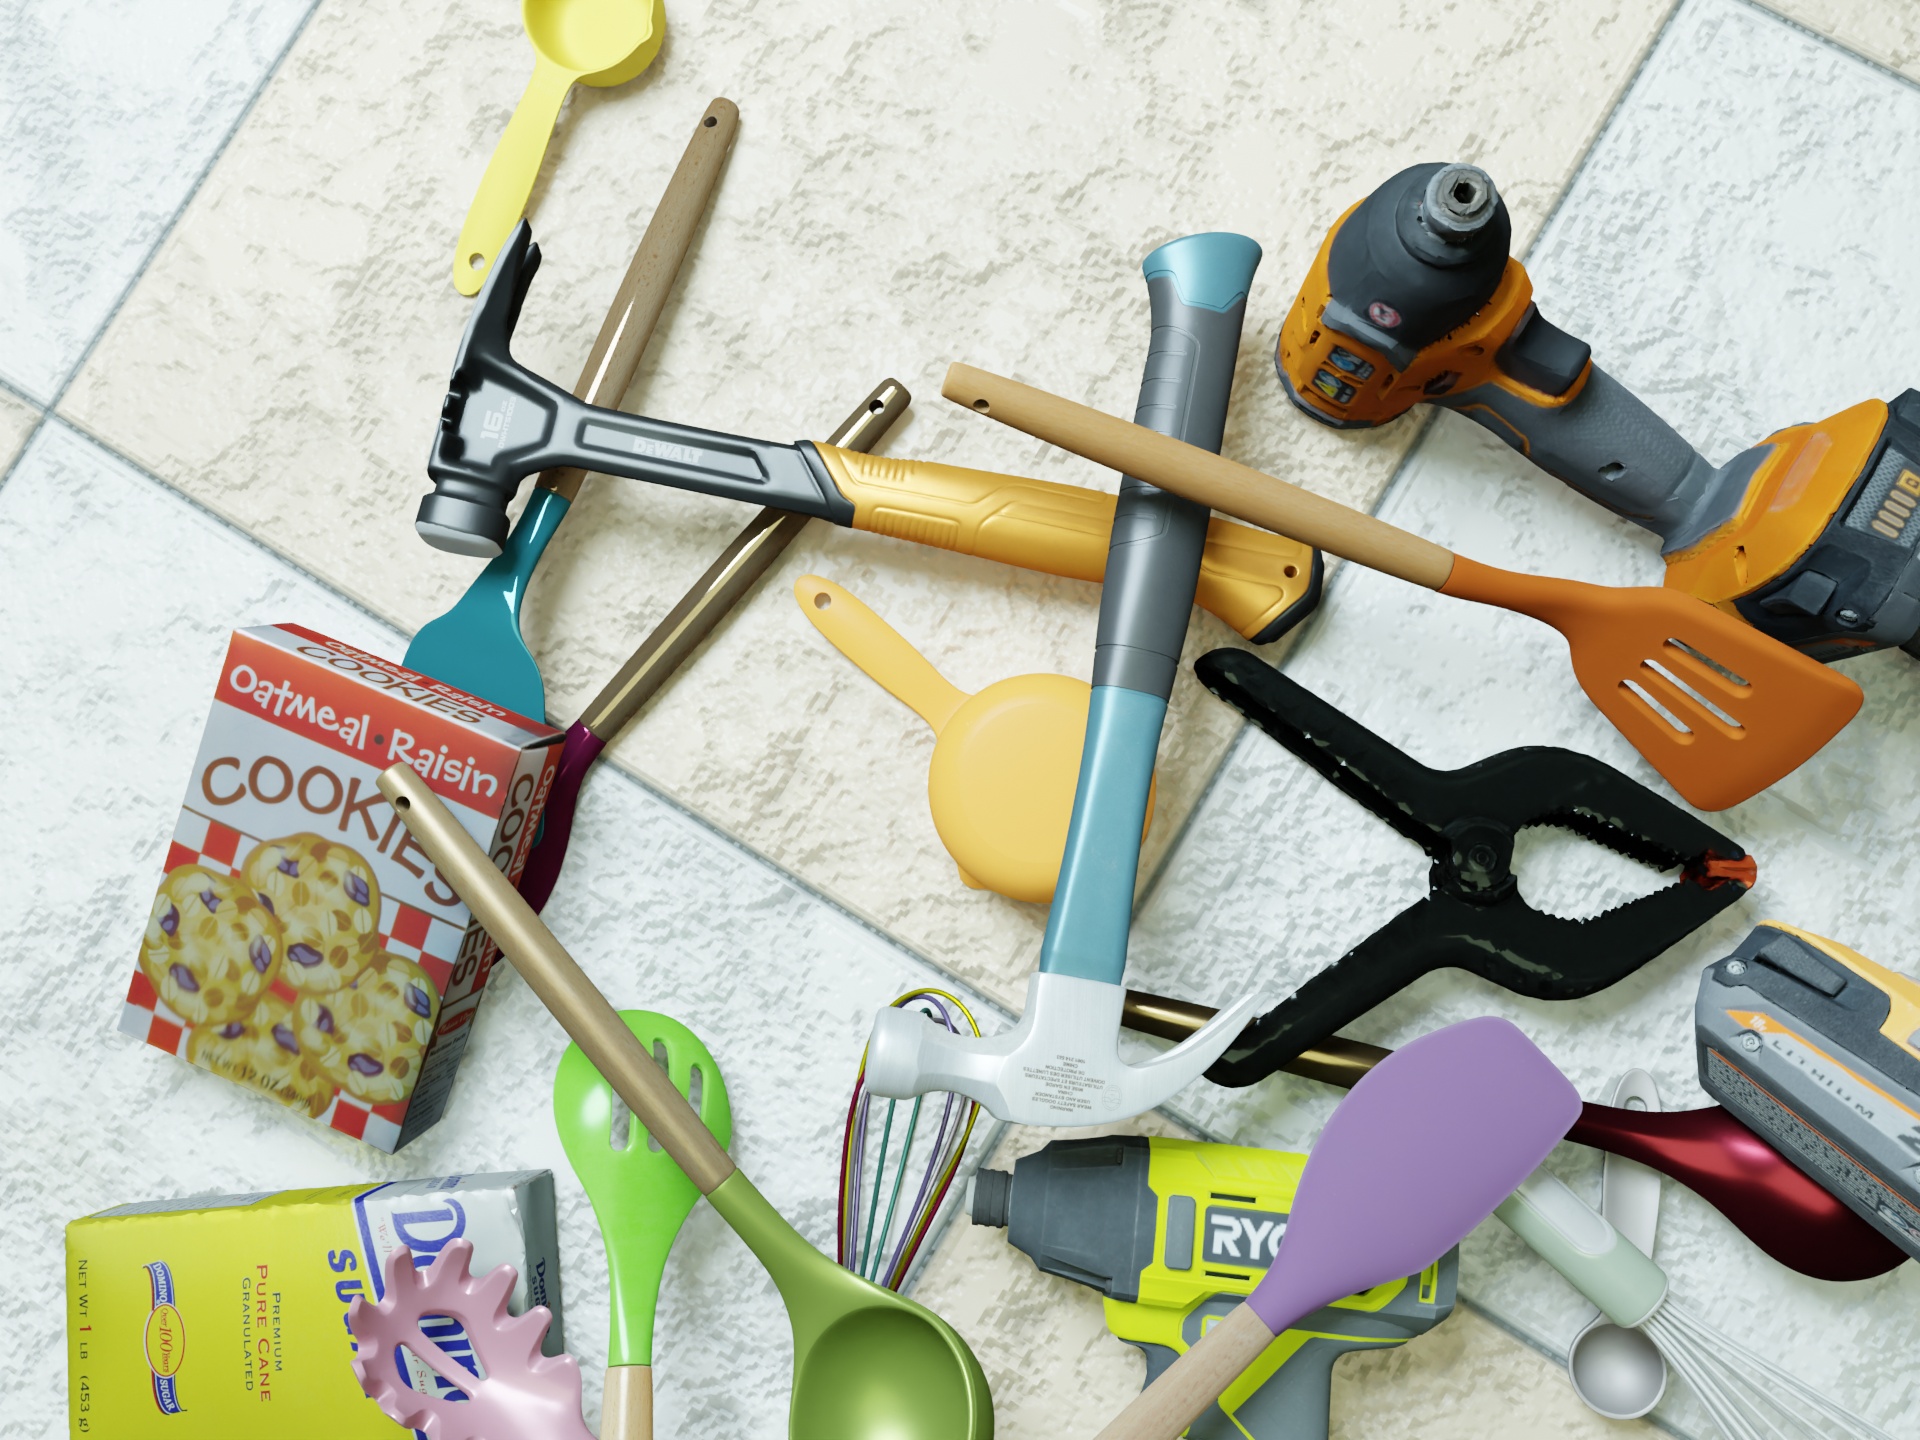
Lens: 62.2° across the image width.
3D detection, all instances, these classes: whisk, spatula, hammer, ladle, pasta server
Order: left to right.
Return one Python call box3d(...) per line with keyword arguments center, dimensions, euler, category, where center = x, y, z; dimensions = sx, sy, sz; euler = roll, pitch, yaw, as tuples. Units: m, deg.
box3d(center=(-0.151, -0.109, 0.639), dimensions=(0.082, 0.044, 0.317), euler=(18, 78, 14), category="spatula")
box3d(center=(-0.103, 0.142, 0.545), dimensions=(0.078, 0.062, 0.320), euler=(-40, 87, 13), category="ladle")
box3d(center=(-0.084, 0.295, 0.557), dimensions=(0.316, 0.040, 0.060), euler=(39, 49, -2), category="pasta server")
box3d(center=(-0.035, 0.220, 0.590), dimensions=(0.047, 0.051, 0.245), euler=(13, 88, 0), category="whisk")
box3d(center=(-0.026, -0.093, 0.605), dimensions=(0.337, 0.034, 0.127), euler=(12, 80, -3), category="hammer")
box3d(center=(0.061, -0.022, 0.564), dimensions=(0.128, 0.033, 0.331), euler=(12, 78, -4), category="hammer")
box3d(center=(0.079, 0.214, 0.525), dimensions=(0.316, 0.018, 0.060), euler=(-42, 75, -8), category="spatula")
box3d(center=(0.144, -0.053, 0.545), dimensions=(0.322, 0.081, 0.041), euler=(20, 53, -7), category="spatula")
box3d(center=(0.196, 0.138, 0.583), dimensions=(0.315, 0.031, 0.069), euler=(12, 77, 10), category="ladle")
box3d(center=(0.242, 0.205, 0.548), dimensions=(0.246, 0.059, 0.058), euler=(42, 52, 7), category="whisk")

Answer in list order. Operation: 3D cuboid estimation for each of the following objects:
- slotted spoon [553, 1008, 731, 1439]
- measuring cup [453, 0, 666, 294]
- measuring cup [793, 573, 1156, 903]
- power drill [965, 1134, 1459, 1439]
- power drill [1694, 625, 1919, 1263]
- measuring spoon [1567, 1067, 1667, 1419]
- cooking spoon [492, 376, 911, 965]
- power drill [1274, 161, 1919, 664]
box3d(center=(-0.111, 0.246, 0.537), dimensions=(0.070, 0.031, 0.314), euler=(13, 58, -28), category="slotted spoon")
box3d(center=(-0.172, -0.249, 0.666), dimensions=(0.062, 0.029, 0.156), euler=(28, 98, 7), category="measuring cup")
box3d(center=(-0.001, -0.002, 0.605), dimensions=(0.173, 0.052, 0.095), euler=(41, 88, 6), category="measuring cup")
box3d(center=(0.079, 0.263, 0.561), dimensions=(0.171, 0.080, 0.223), euler=(5, 80, 5), category="power drill")
box3d(center=(0.346, 0.051, 0.533), dimensions=(0.226, 0.084, 0.186), euler=(-43, 51, -5), category="power drill")
box3d(center=(0.244, 0.191, 0.587), dimensions=(0.034, 0.018, 0.124), euler=(8, 78, 7), category="measuring spoon")
box3d(center=(-0.130, -0.015, 0.634), dimensions=(0.069, 0.017, 0.319), euler=(42, 89, 7), category="cooking spoon")
box3d(center=(0.222, -0.108, 0.546), dimensions=(0.226, 0.164, 0.084), euler=(31, 87, 5), category="power drill")
